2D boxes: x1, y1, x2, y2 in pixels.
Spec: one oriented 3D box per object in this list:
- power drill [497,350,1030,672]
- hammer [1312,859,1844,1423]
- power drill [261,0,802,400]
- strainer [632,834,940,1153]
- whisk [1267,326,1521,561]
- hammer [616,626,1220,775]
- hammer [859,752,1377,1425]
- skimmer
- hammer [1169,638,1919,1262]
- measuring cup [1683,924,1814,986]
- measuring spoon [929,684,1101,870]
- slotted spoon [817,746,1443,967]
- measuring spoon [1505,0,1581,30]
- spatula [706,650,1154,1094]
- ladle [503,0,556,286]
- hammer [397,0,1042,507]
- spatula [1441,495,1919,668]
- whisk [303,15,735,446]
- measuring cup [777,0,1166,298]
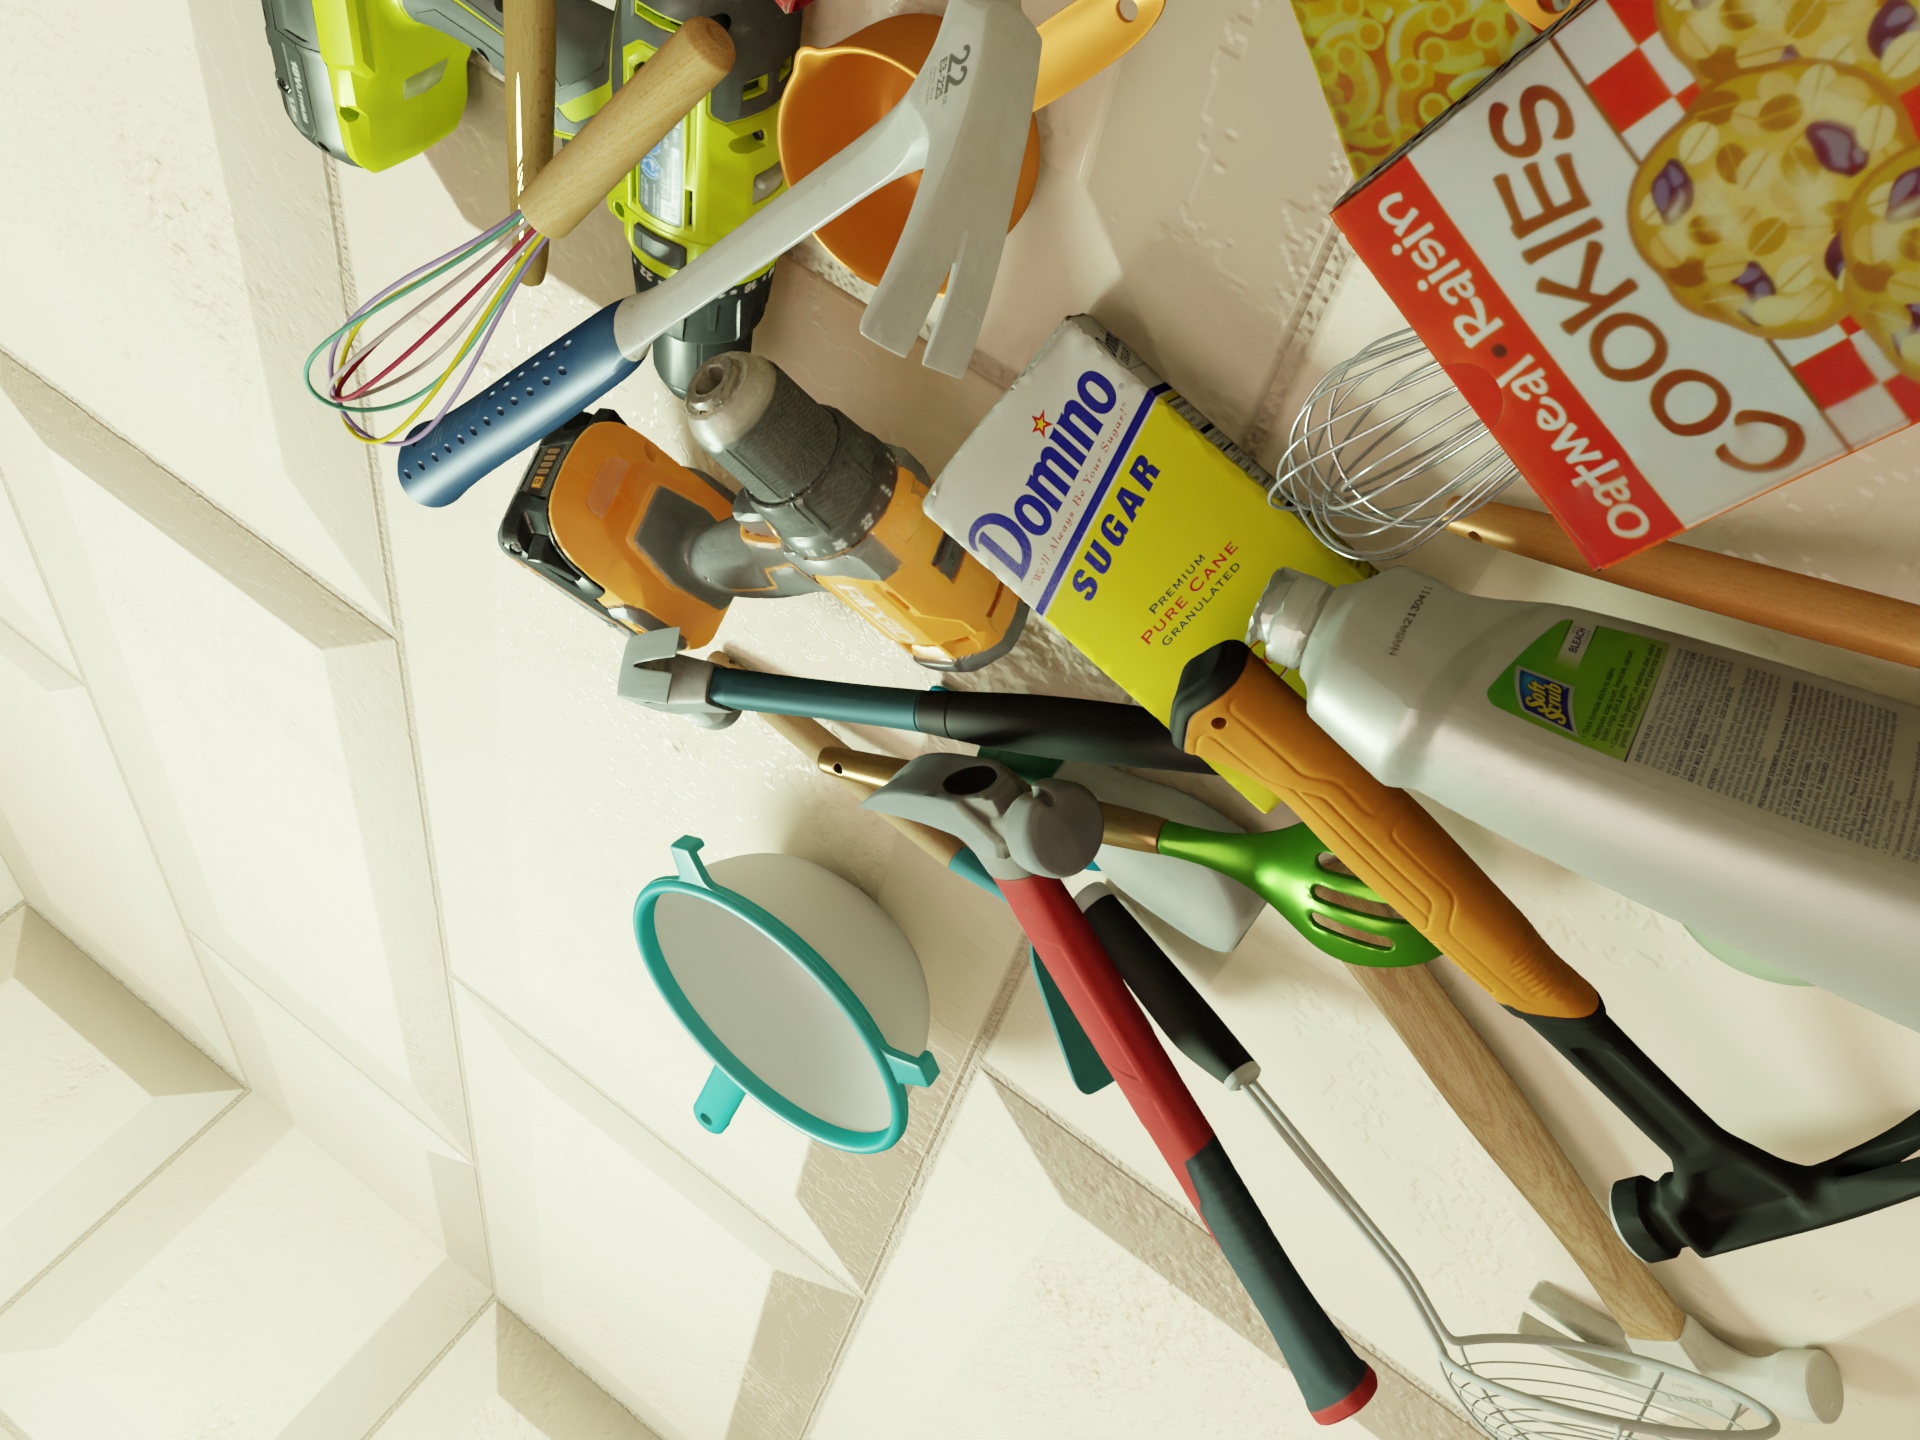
[{"bbox_3d":[-0.103,-0.090,0.691,0.226,0.084,0.185,7,159,39],"label":"power drill"},{"bbox_3d":[0.255,0.196,0.725,0.331,0.031,0.130,52,143,-11],"label":"hammer"},{"bbox_3d":[-0.168,-0.244,0.646,0.228,0.080,0.190,30,142,13],"label":"power drill"},{"bbox_3d":[-0.109,0.183,1.012,0.211,0.095,0.340,42,147,7],"label":"strainer"},{"bbox_3d":[0.196,-0.119,0.442,0.070,0.070,0.284,50,140,-9],"label":"whisk"},{"bbox_3d":[-0.001,-0.002,0.694,0.331,0.033,0.128,7,174,20],"label":"hammer"},{"bbox_3d":[0.087,0.177,0.725,0.143,0.038,0.386,7,133,58],"label":"hammer"},{"bbox_3d":[0.187,0.188,0.715,0.090,0.127,0.364,-49,60,14],"label":"skimmer"},{"bbox_3d":[0.206,0.085,0.578,0.336,0.034,0.127,41,131,-16],"label":"hammer"},{"bbox_3d":[0.247,0.037,0.561,0.168,0.038,0.083,29,142,16],"label":"measuring cup"},{"bbox_3d":[0.029,0.031,0.780,0.128,0.021,0.042,41,144,1],"label":"measuring spoon"},{"bbox_3d":[0.066,0.048,0.697,0.314,0.031,0.070,12,113,30],"label":"slotted spoon"},{"bbox_3d":[0.183,-0.158,0.379,0.117,0.011,0.021,28,141,16],"label":"measuring spoon"},{"bbox_3d":[-0.026,0.065,0.831,0.318,0.082,0.044,38,119,21],"label":"spatula"},{"bbox_3d":[-0.140,-0.261,0.518,0.069,0.031,0.315,33,146,7],"label":"ladle"},{"bbox_3d":[-0.115,-0.140,0.574,0.035,0.144,0.405,17,161,-36],"label":"hammer"},{"bbox_3d":[0.268,-0.013,0.435,0.323,0.041,0.080,26,165,44],"label":"spatula"},{"bbox_3d":[-0.171,-0.179,0.594,0.245,0.047,0.051,-30,138,33],"label":"whisk"},{"bbox_3d":[0.012,-0.208,0.529,0.173,0.052,0.095,-13,116,48],"label":"measuring cup"}]
